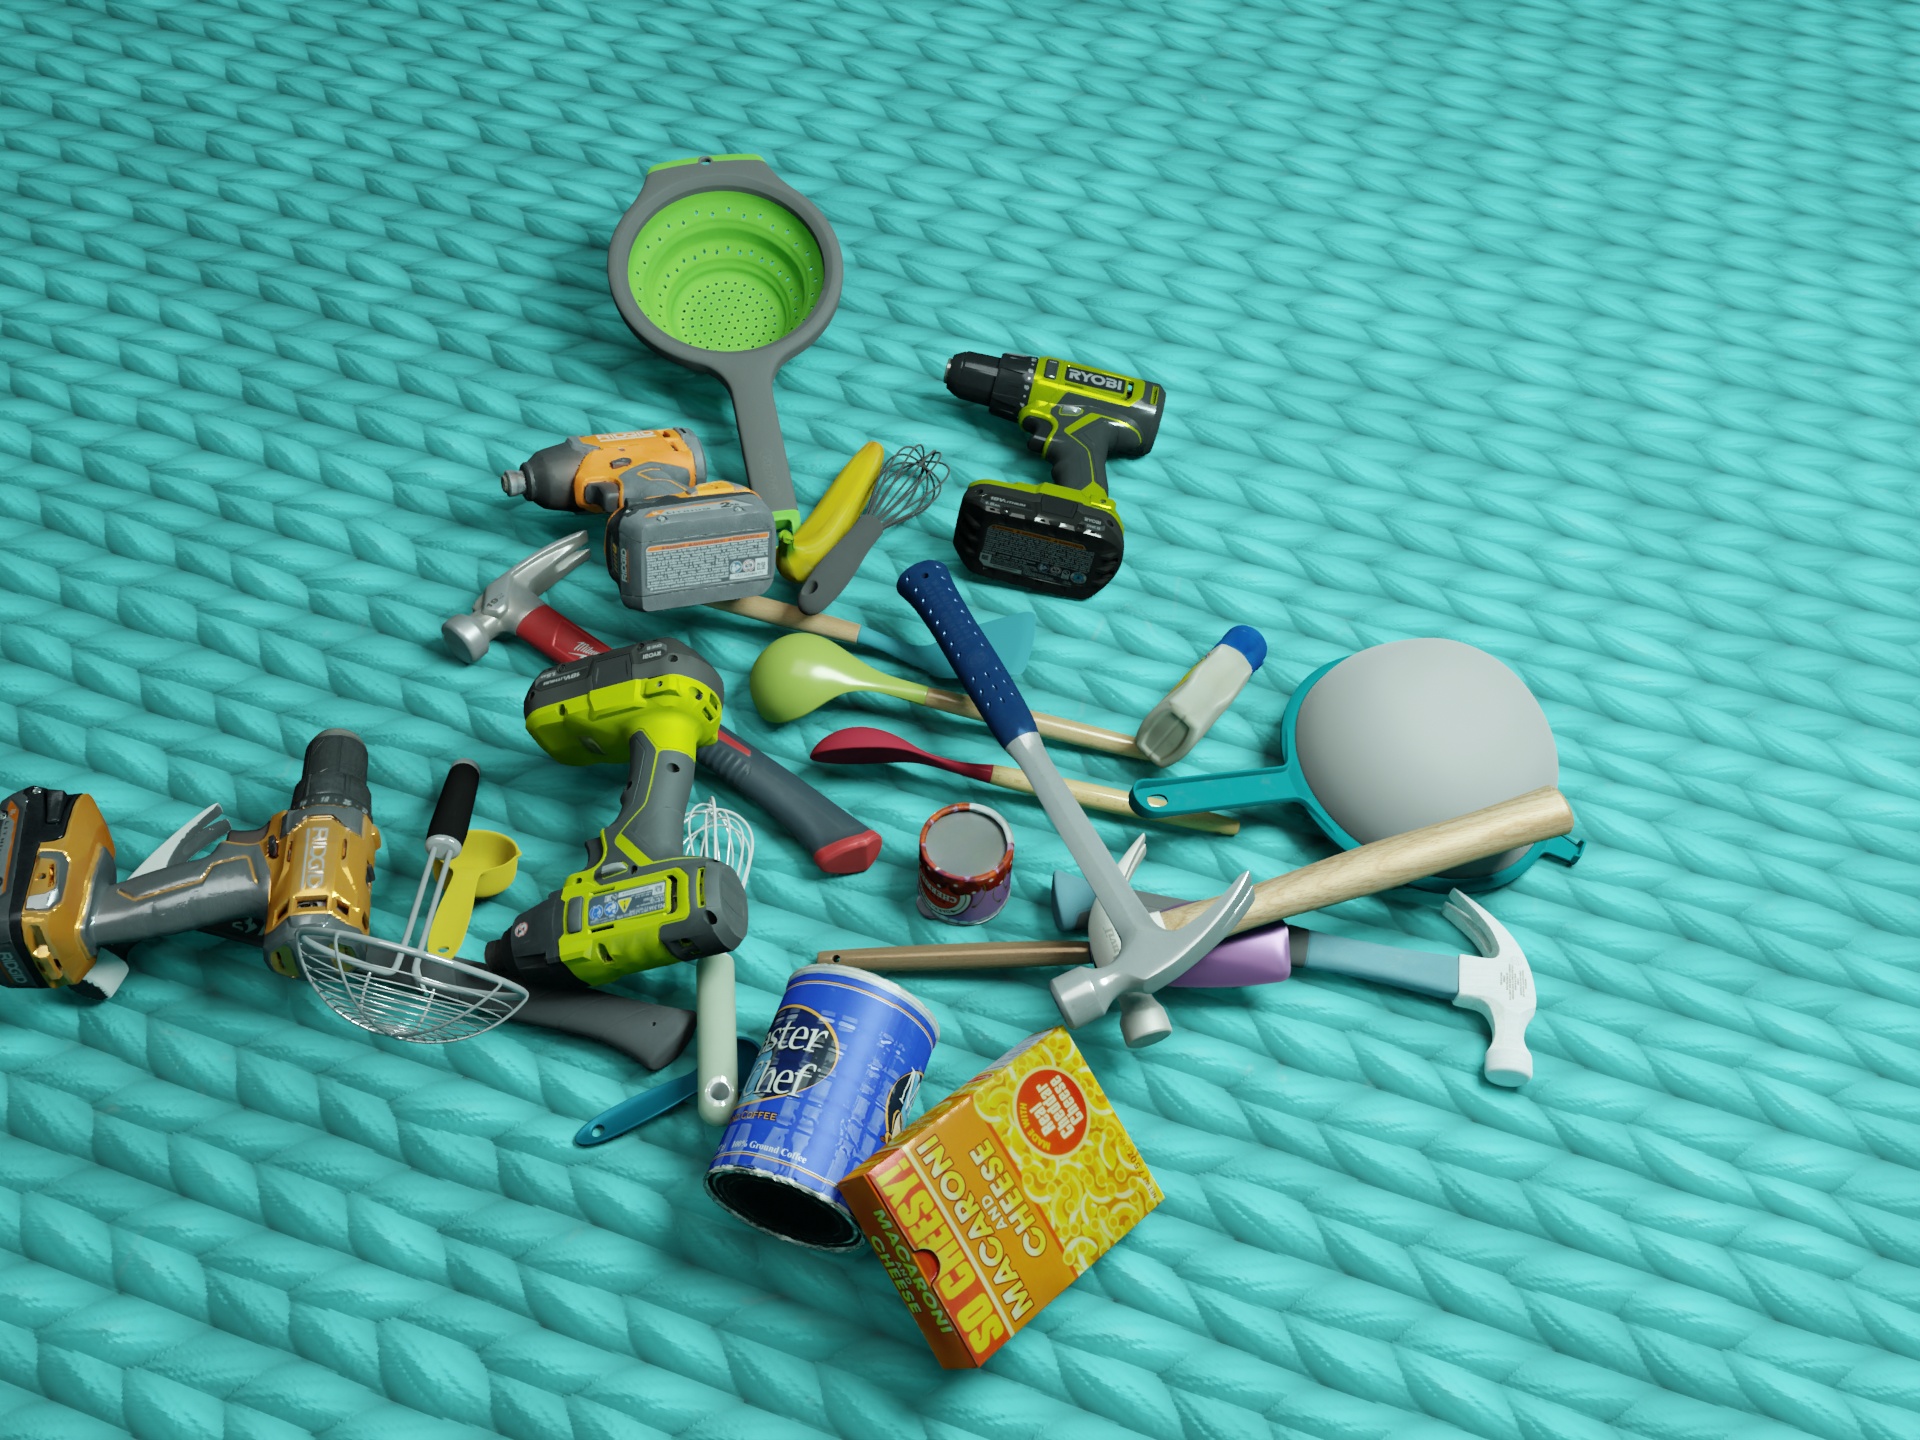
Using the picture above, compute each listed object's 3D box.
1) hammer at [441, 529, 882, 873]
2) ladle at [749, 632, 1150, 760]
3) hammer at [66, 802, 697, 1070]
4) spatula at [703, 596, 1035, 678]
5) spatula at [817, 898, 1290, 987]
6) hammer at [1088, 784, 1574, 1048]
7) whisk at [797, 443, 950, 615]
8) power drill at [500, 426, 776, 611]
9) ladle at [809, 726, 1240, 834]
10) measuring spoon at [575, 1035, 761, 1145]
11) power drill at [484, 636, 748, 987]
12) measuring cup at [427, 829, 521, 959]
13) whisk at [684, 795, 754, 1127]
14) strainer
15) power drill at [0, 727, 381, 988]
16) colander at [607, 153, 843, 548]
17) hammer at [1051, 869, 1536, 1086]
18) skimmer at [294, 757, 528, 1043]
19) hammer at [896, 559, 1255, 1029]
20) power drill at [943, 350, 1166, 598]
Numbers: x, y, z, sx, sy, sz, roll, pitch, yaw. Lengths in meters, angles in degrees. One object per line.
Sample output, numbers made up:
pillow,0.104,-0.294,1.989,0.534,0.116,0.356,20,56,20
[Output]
hammer,-0.206,-0.012,1.193,0.386,0.038,0.143,32,57,21
ladle,-0.002,-0.004,1.200,0.320,0.062,0.078,14,49,0
hammer,-0.373,0.160,1.058,0.409,0.036,0.149,13,52,7
spatula,-0.102,-0.083,1.233,0.317,0.044,0.082,14,41,0
spatula,0.061,0.154,1.066,0.316,0.018,0.060,-3,70,4
hammer,0.243,0.104,1.048,0.331,0.031,0.130,-17,62,-4
whisk,-0.070,-0.154,1.278,0.055,0.055,0.239,20,44,13
power drill,-0.252,-0.164,1.235,0.164,0.084,0.227,-11,32,-27
ladle,0.048,0.045,1.154,0.315,0.069,0.031,12,79,0
measuring spoon,-0.183,0.244,1.016,0.128,0.021,0.042,-24,47,-8
power drill,-0.231,0.065,1.060,0.171,0.080,0.223,-14,55,11
measuring cup,-0.331,0.123,1.054,0.062,0.029,0.157,6,27,-8
whisk,-0.163,0.153,1.050,0.057,0.059,0.247,3,49,-14
strainer,0.284,0.018,1.119,0.340,0.095,0.211,-6,56,-19
power drill,-0.498,0.085,1.040,0.226,0.084,0.186,-2,50,-11
colander,-0.191,-0.307,1.400,0.204,0.094,0.397,-10,72,-10
hammer,0.222,0.154,1.085,0.331,0.033,0.128,11,54,6
skimmer,-0.321,0.085,0.989,0.127,0.090,0.364,19,19,-17
hammer,0.053,0.021,1.096,0.144,0.035,0.406,-26,49,-4
power drill,0.065,-0.221,1.332,0.190,0.080,0.229,14,51,0
